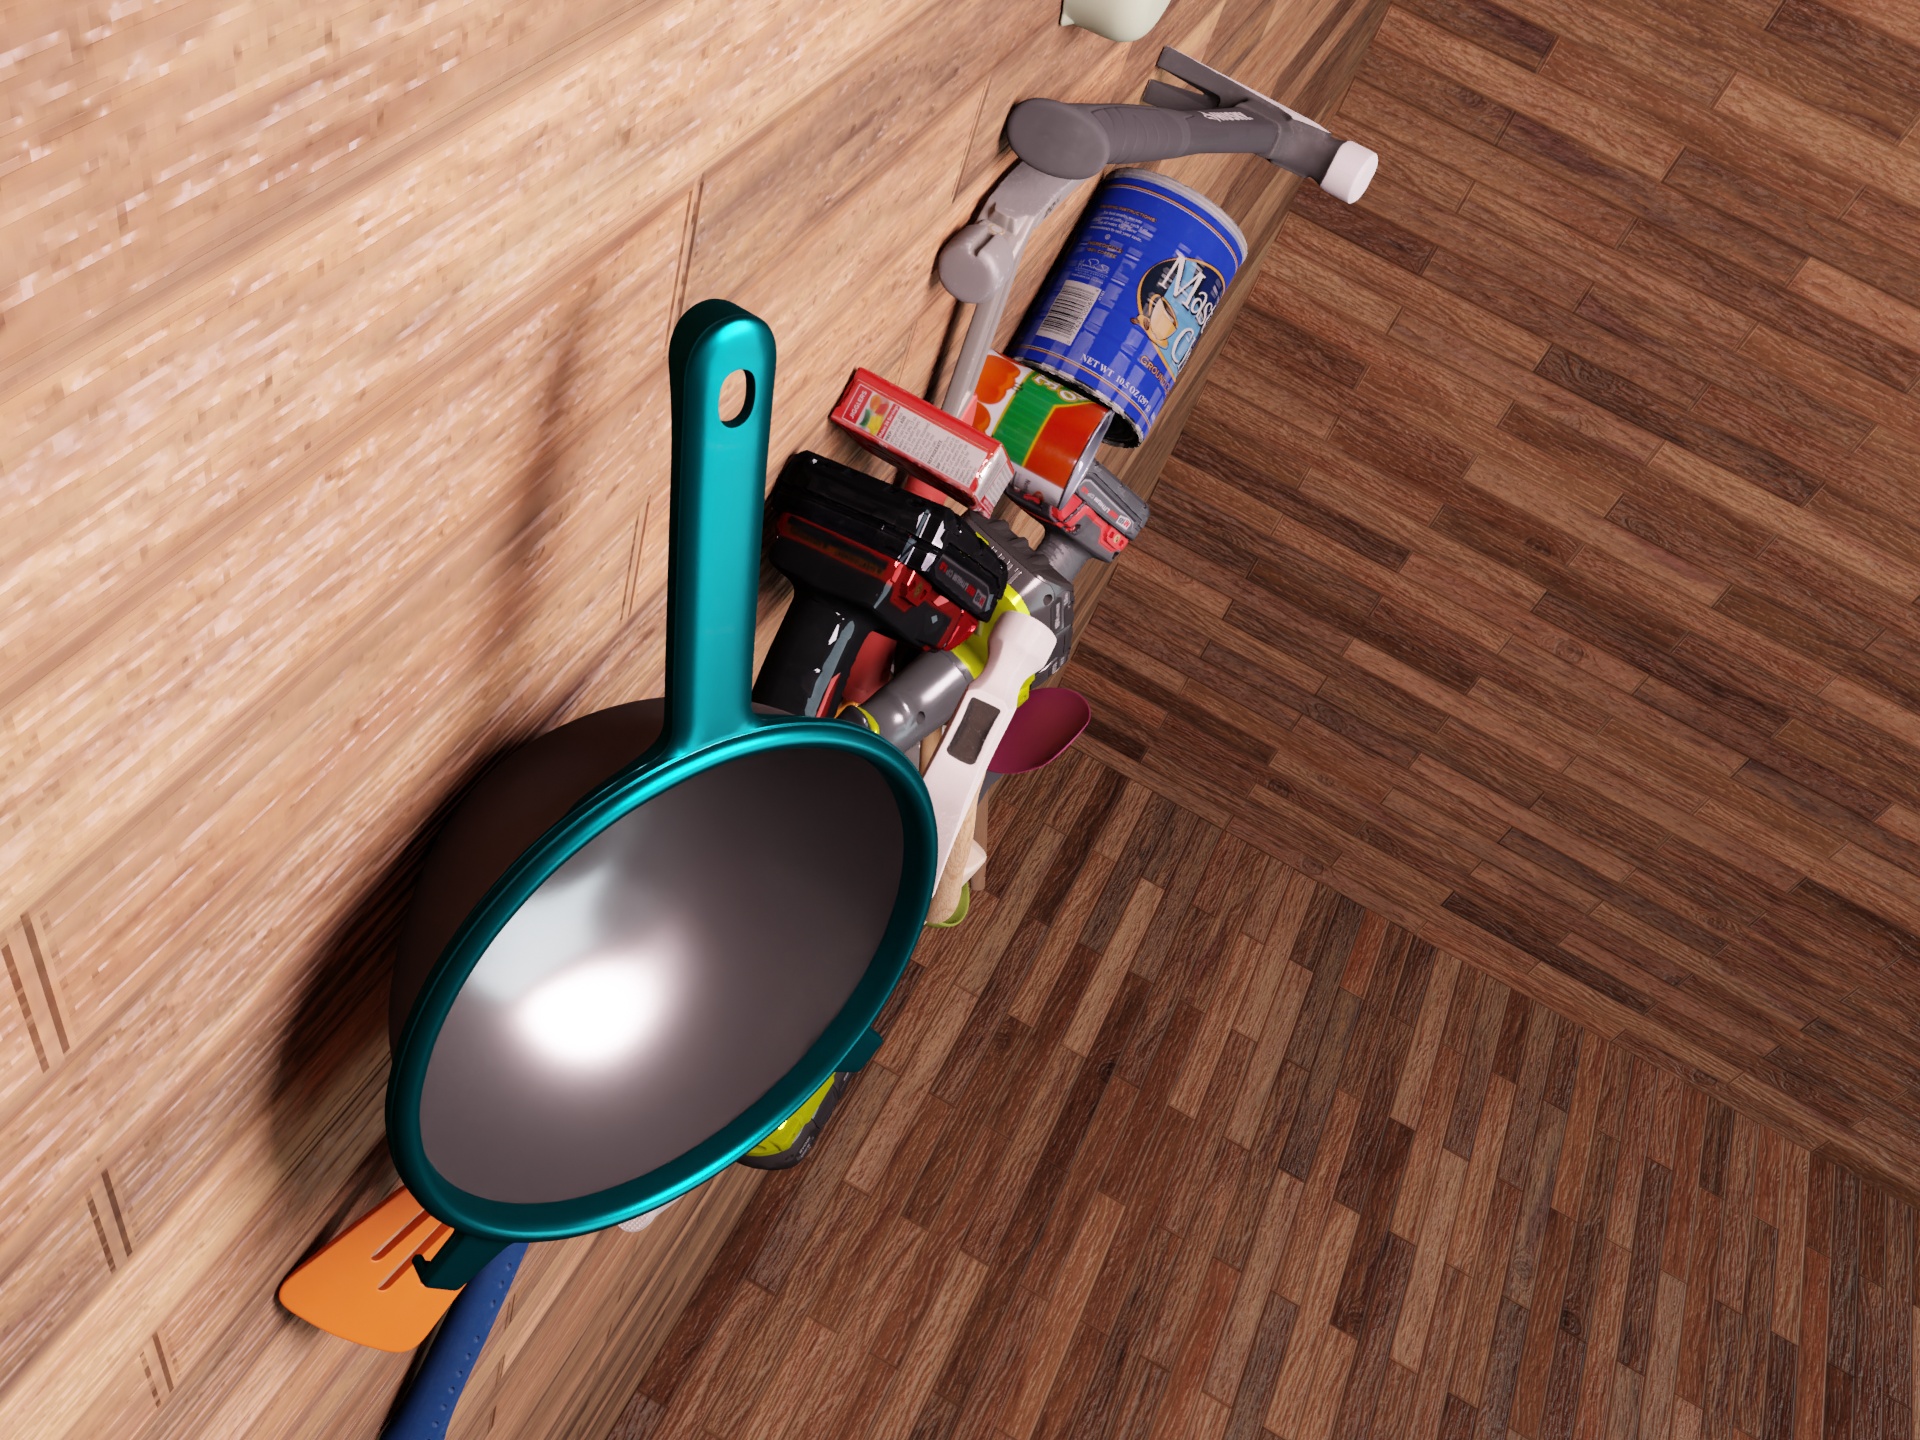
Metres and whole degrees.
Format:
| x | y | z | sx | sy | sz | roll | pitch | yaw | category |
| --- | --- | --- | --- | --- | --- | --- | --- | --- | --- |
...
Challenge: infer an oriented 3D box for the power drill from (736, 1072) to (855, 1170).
| x | y | z | sx | sy | sz | roll | pitch | yaw | category |
| --- | --- | --- | --- | --- | --- | --- | --- | --- | --- |
| -0.128 | 0.188 | 1.076 | 0.191 | 0.080 | 0.228 | -57 | 156 | -30 | power drill |

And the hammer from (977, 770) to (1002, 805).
| x | y | z | sx | sy | sz | roll | pitch | yaw | category |
| --- | --- | --- | --- | --- | --- | --- | --- | --- | --- |
| -0.031 | 0.092 | 1.094 | 0.149 | 0.036 | 0.409 | -66 | 173 | 26 | hammer |

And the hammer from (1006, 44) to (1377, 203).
| x | y | z | sx | sy | sz | roll | pitch | yaw | category |
| --- | --- | --- | --- | --- | --- | --- | --- | --- | --- |
| 0.112 | -0.316 | 0.848 | 0.335 | 0.146 | 0.035 | -33 | 153 | -55 | hammer |

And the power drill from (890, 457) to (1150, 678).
| x | y | z | sx | sy | sz | roll | pitch | yaw | category |
| --- | --- | --- | --- | --- | --- | --- | --- | --- | --- |
| 0.033 | -0.098 | 1.177 | 0.143 | 0.079 | 0.219 | 28 | 95 | -50 | power drill |

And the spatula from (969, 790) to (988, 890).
| x | y | z | sx | sy | sz | roll | pitch | yaw | category |
| --- | --- | --- | --- | --- | --- | --- | --- | --- | --- |
| 0.014 | -0.009 | 1.290 | 0.060 | 0.018 | 0.315 | -49 | 142 | -67 | spatula |

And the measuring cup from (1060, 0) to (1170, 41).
| x | y | z | sx | sy | sz | roll | pitch | yaw | category |
| --- | --- | --- | --- | --- | --- | --- | --- | --- | --- |
| 0.073 | -0.334 | 0.663 | 0.083 | 0.038 | 0.167 | -62 | 177 | 12 | measuring cup |

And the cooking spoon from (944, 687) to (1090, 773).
| x | y | z | sx | sy | sz | roll | pitch | yaw | category |
| --- | --- | --- | --- | --- | --- | --- | --- | --- | --- |
| -0.002 | -0.003 | 1.018 | 0.069 | 0.017 | 0.319 | -44 | -159 | -13 | cooking spoon |

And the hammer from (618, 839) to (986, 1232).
| x | y | z | sx | sy | sz | roll | pitch | yaw | category |
| --- | --- | --- | --- | --- | --- | --- | --- | --- | --- |
| -0.122 | 0.248 | 1.293 | 0.410 | 0.038 | 0.146 | -48 | 171 | 9 | hammer |

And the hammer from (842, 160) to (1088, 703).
| x | y | z | sx | sy | sz | roll | pitch | yaw | category |
| --- | --- | --- | --- | --- | --- | --- | --- | --- | --- |
| -0.012 | -0.143 | 0.887 | 0.149 | 0.037 | 0.358 | -56 | 172 | -44 | hammer |

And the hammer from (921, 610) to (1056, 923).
| x | y | z | sx | sy | sz | roll | pitch | yaw | category |
| --- | --- | --- | --- | --- | --- | --- | --- | --- | --- |
| -0.006 | 0.061 | 0.876 | 0.130 | 0.031 | 0.331 | -62 | 174 | -20 | hammer |

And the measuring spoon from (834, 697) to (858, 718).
| x | y | z | sx | sy | sz | roll | pitch | yaw | category |
| --- | --- | --- | --- | --- | --- | --- | --- | --- | --- |
| -0.090 | -0.001 | 1.043 | 0.021 | 0.011 | 0.117 | -62 | 171 | 23 | measuring spoon |

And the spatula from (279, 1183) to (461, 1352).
| x | y | z | sx | sy | sz | roll | pitch | yaw | category |
| --- | --- | --- | --- | --- | --- | --- | --- | --- | --- |
| -0.172 | 0.112 | 0.688 | 0.080 | 0.041 | 0.323 | 55 | 50 | -47 | spatula |

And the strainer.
| x | y | z | sx | sy | sz | roll | pitch | yaw | category |
| --- | --- | --- | --- | --- | --- | --- | --- | --- | --- |
| -0.106 | 0.017 | 0.515 | 0.211 | 0.095 | 0.340 | -21 | 135 | -37 | strainer |

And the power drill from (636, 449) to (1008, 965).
| x | y | z | sx | sy | sz | roll | pitch | yaw | category |
| --- | --- | --- | --- | --- | --- | --- | --- | --- | --- |
| -0.064 | 0.012 | 0.722 | 0.227 | 0.080 | 0.187 | -65 | 162 | -2 | power drill |

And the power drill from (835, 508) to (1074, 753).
| x | y | z | sx | sy | sz | roll | pitch | yaw | category |
| --- | --- | --- | --- | --- | --- | --- | --- | --- | --- |
| -0.042 | -0.009 | 0.876 | 0.223 | 0.080 | 0.171 | -43 | 163 | -14 | power drill |

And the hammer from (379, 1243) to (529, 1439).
| x | y | z | sx | sy | sz | roll | pitch | yaw | category |
| --- | --- | --- | --- | --- | --- | --- | --- | --- | --- |
| -0.229 | 0.247 | 0.841 | 0.405 | 0.035 | 0.144 | -63 | 178 | 19 | hammer |

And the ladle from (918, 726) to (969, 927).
| x | y | z | sx | sy | sz | roll | pitch | yaw | category |
| --- | --- | --- | --- | --- | --- | --- | --- | --- | --- |
| -0.014 | 0.033 | 1.281 | 0.078 | 0.062 | 0.320 | -55 | 155 | -54 | ladle |
